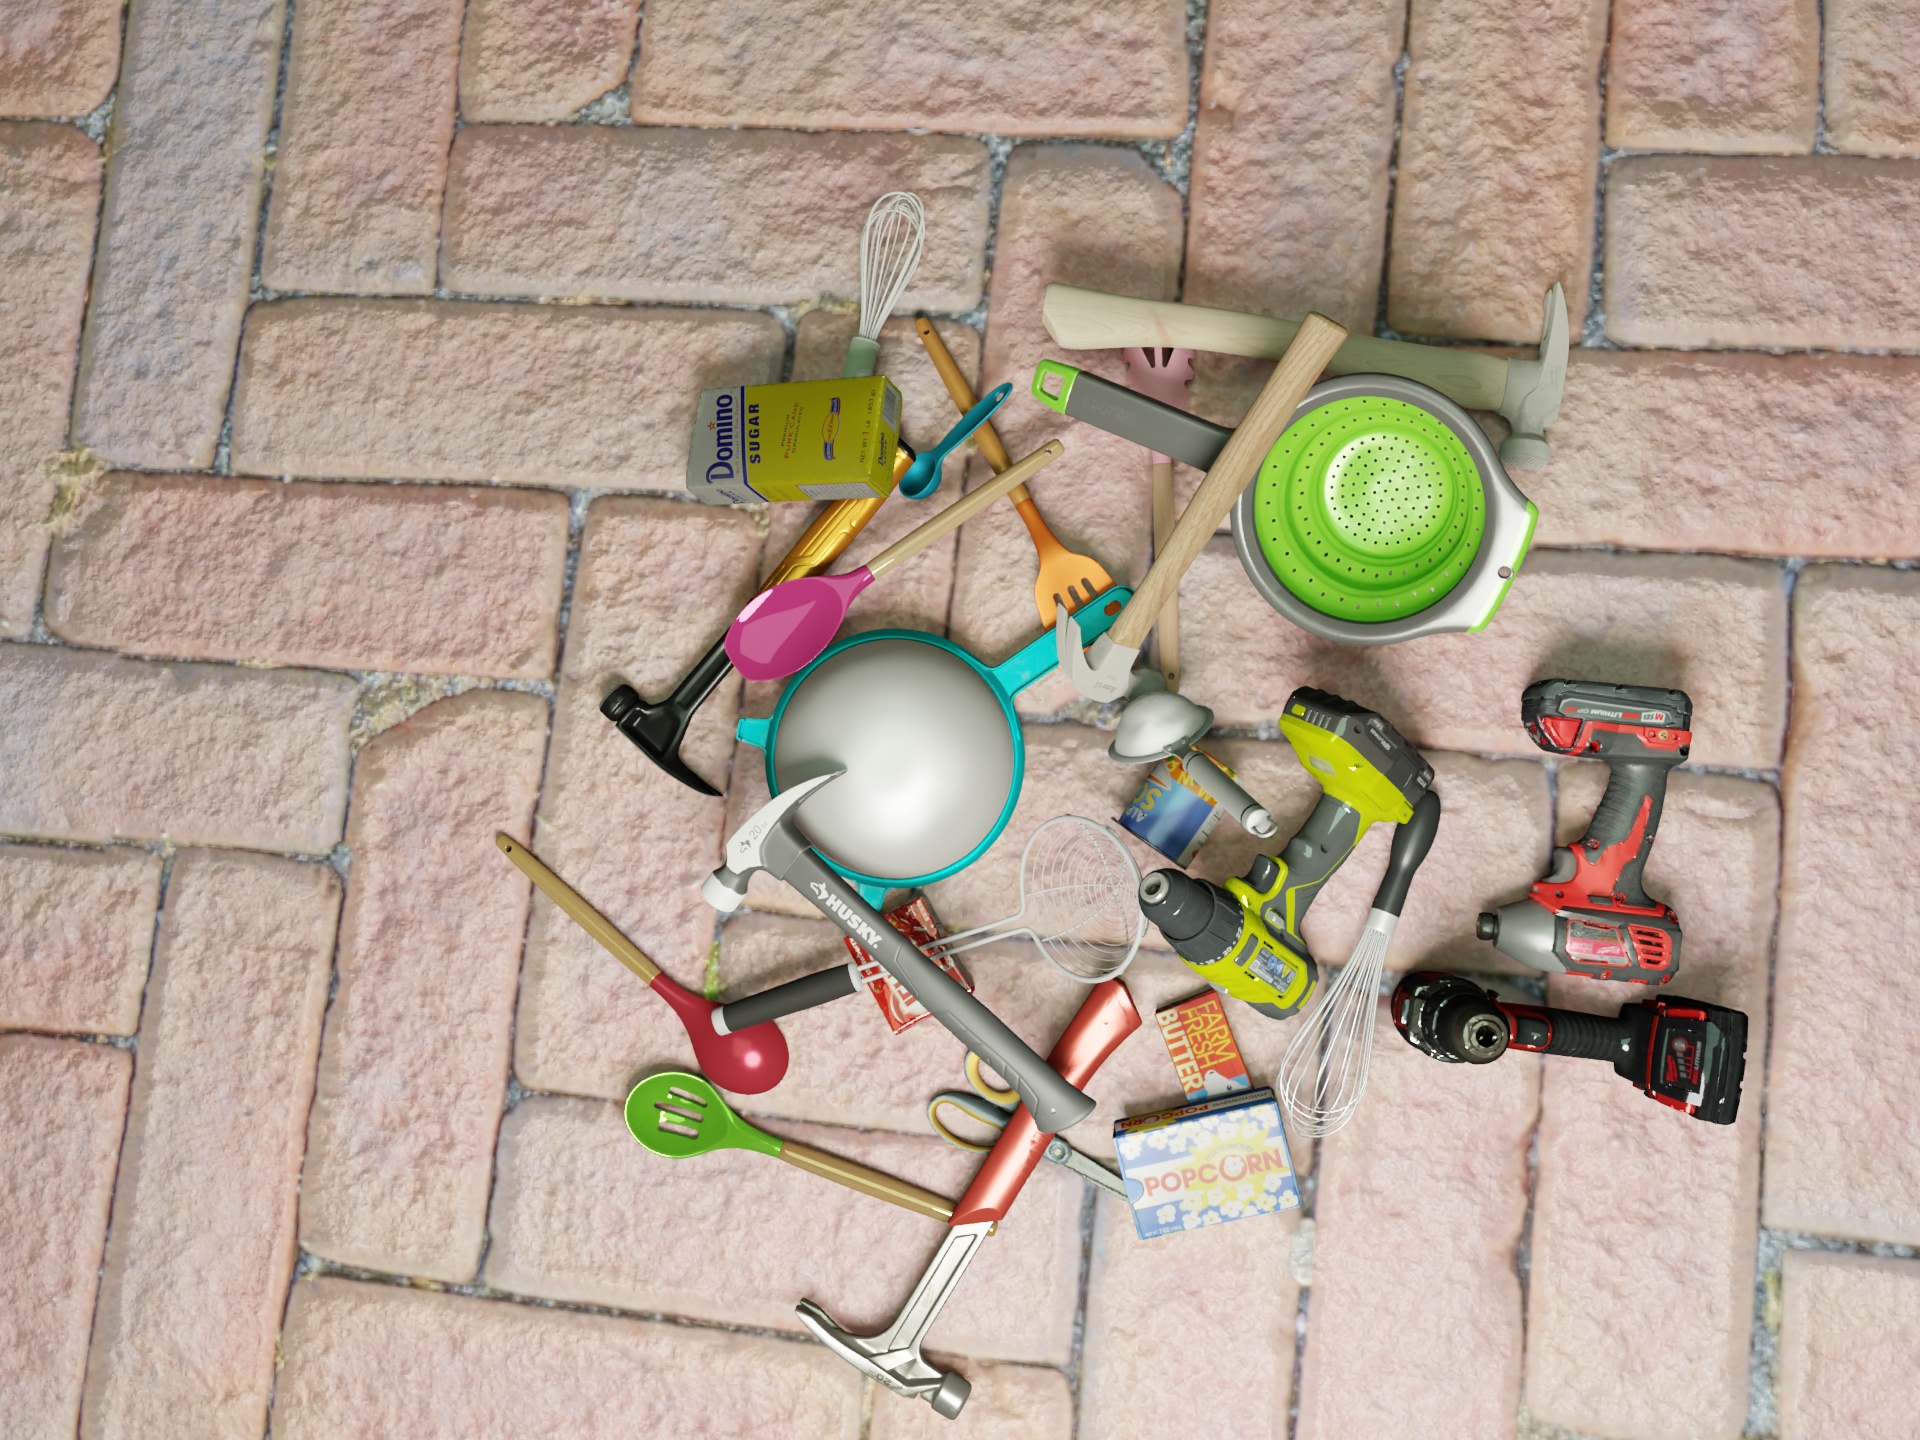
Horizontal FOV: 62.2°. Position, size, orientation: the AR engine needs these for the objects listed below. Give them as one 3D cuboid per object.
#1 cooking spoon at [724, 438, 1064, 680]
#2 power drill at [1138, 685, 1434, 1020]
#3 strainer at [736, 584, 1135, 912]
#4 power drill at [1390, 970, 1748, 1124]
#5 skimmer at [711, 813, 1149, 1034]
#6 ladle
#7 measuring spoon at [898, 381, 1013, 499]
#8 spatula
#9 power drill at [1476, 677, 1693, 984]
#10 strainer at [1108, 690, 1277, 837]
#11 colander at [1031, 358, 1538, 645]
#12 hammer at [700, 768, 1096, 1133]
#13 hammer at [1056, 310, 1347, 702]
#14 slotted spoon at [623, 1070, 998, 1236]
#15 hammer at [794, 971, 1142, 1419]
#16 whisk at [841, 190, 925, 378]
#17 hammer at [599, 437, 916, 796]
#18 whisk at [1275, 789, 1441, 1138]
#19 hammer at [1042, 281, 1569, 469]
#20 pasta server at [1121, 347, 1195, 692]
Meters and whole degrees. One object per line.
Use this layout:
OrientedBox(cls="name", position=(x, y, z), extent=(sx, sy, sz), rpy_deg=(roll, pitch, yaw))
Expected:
OrientedBox(cls="cooking spoon", position=(-0.051, -0.134, 1.283), extent=(0.319, 0.017, 0.069), rpy_deg=(-34, 86, 1))
OrientedBox(cls="power drill", position=(0.238, 0.094, 1.179), extent=(0.080, 0.190, 0.228), rpy_deg=(27, 82, 51))
OrientedBox(cls="strainer", position=(-0.002, -0.004, 1.244), extent=(0.340, 0.095, 0.211), rpy_deg=(-34, 90, 4))
OrientedBox(cls="power drill", position=(0.431, 0.226, 1.130), extent=(0.226, 0.188, 0.080), rpy_deg=(9, 86, 5))
OrientedBox(cls="skimmer", position=(-0.031, 0.177, 1.214), extent=(0.363, 0.090, 0.127), rpy_deg=(-19, 80, 8))
OrientedBox(cls="ladle", position=(-0.269, 0.196, 1.313), extent=(0.315, 0.031, 0.069), rpy_deg=(39, 90, 12))
OrientedBox(cls="measuring spoon", position=(0.001, -0.227, 1.305), extent=(0.128, 0.021, 0.042), rpy_deg=(-42, 46, 18))
OrientedBox(cls="spatula", position=(0.041, -0.196, 1.312), extent=(0.081, 0.041, 0.323), rpy_deg=(-29, 77, 5))
OrientedBox(cls="power drill", position=(0.469, 0.083, 1.195), extent=(0.143, 0.078, 0.220), rpy_deg=(6, 88, 9))
OrientedBox(cls="strainer", position=(0.169, 0.026, 1.160), extent=(0.087, 0.259, 0.050), rpy_deg=(-27, 117, -6))
OrientedBox(cls="colander", position=(0.245, -0.201, 1.235), extent=(0.397, 0.094, 0.204), rpy_deg=(26, 118, 15))
OrientedBox(cls="hammer", position=(-0.033, 0.180, 1.181), extent=(0.335, 0.035, 0.146), rpy_deg=(41, 106, 10))
OrientedBox(cls="hammer", position=(0.178, -0.152, 1.180), extent=(0.331, 0.130, 0.031), rpy_deg=(-59, 45, 22))
OrientedBox(cls="slotted spoon", position=(-0.120, 0.355, 1.274), extent=(0.314, 0.031, 0.070), rpy_deg=(18, 88, 8))
OrientedBox(cls="hammer", position=(0.023, 0.350, 1.230), extent=(0.149, 0.036, 0.359), rpy_deg=(31, 91, 6))
OrientedBox(cls="whisk", position=(-0.076, -0.324, 1.330), extent=(0.059, 0.057, 0.246), rpy_deg=(15, 91, 44))
OrientedBox(cls="hammer", position=(-0.149, -0.095, 1.315), extent=(0.127, 0.034, 0.337), rpy_deg=(41, 93, 11))
OrientedBox(cls="whisk", position=(0.310, 0.184, 1.217), extent=(0.070, 0.070, 0.284), rpy_deg=(21, 83, 10))
OrientedBox(cls="hammer", position=(0.270, -0.305, 1.256), extent=(0.410, 0.038, 0.146), rpy_deg=(10, 84, 2))
OrientedBox(cls="pasta server", position=(0.165, -0.179, 1.291), extent=(0.060, 0.040, 0.316), rpy_deg=(-2, 88, 8))
